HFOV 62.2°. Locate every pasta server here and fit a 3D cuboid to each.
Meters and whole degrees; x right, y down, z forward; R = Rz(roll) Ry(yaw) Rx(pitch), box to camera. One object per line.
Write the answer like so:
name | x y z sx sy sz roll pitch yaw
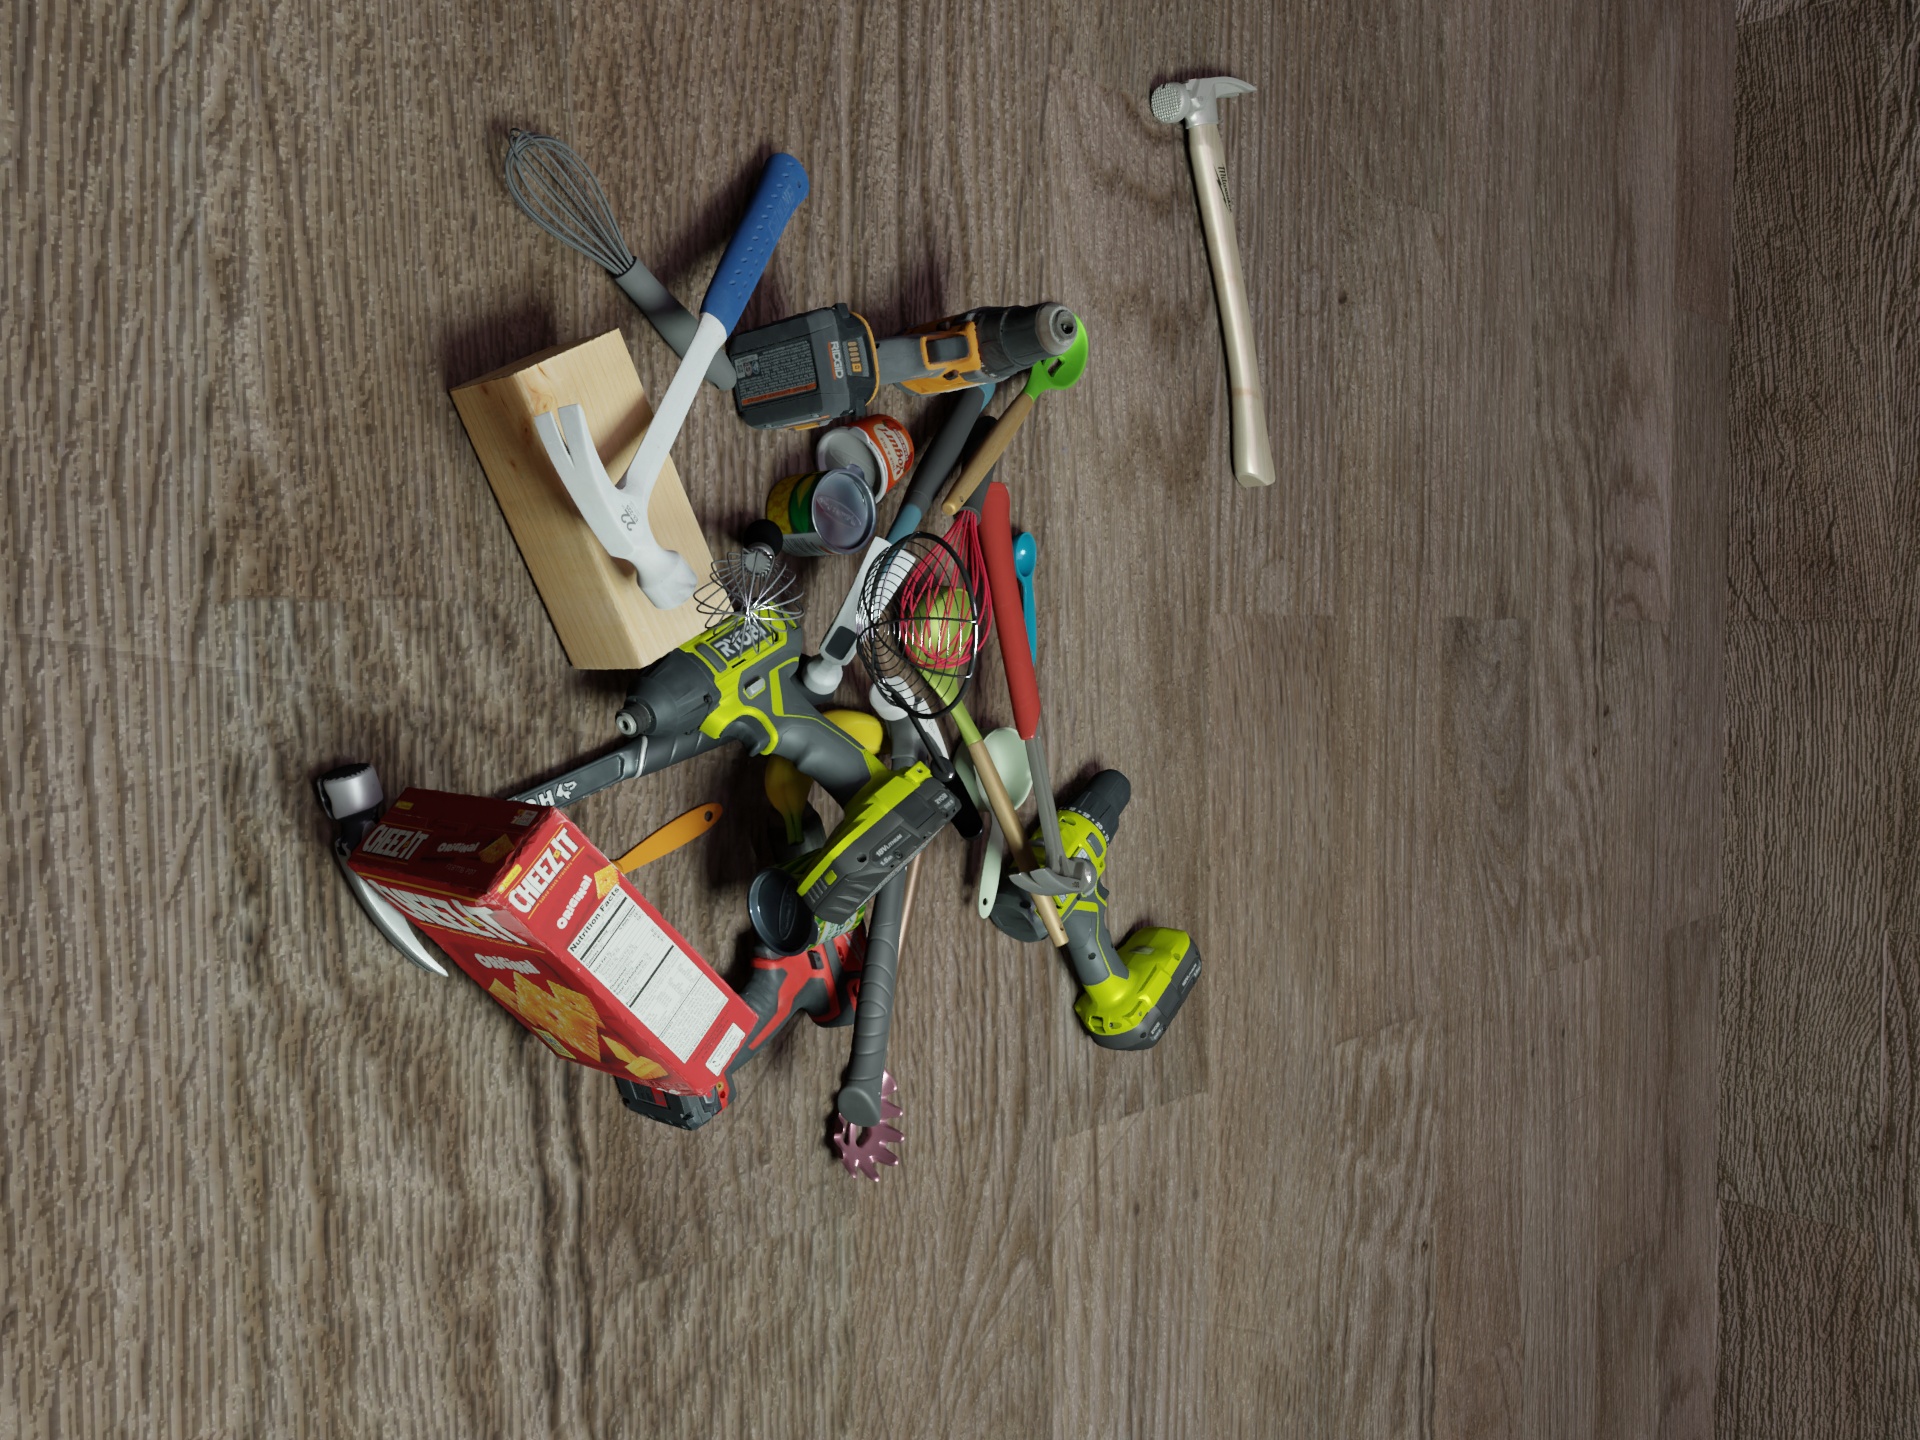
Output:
pasta server | -0.056 0.218 1.322 0.060 0.040 0.316 19 77 -33

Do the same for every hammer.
hammer | -0.175 -0.268 1.090 0.143 0.035 0.406 56 36 -40
hammer | 0.284 -0.448 1.643 0.146 0.038 0.410 -26 110 -43
hammer | -0.055 0.145 1.236 0.146 0.035 0.335 59 34 -61
hammer | -0.038 -0.171 1.272 0.033 0.128 0.331 29 51 -7
hammer | 0.049 -0.031 1.334 0.149 0.037 0.359 22 55 -67
hammer | -0.243 0.038 1.127 0.409 0.036 0.149 -27 111 -42

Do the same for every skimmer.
skimmer | -0.002 -0.004 1.200 0.090 0.127 0.363 -30 150 -3

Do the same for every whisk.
whisk | 0.002 -0.154 1.303 0.073 0.073 0.296 48 38 -35
whisk | -0.232 -0.317 1.116 0.238 0.055 0.055 47 60 -40
whisk | -0.142 -0.105 1.096 0.070 0.285 0.070 -1 107 -5

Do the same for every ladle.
ladle | 0.031 0.039 1.334 0.078 0.062 0.320 -25 92 -51

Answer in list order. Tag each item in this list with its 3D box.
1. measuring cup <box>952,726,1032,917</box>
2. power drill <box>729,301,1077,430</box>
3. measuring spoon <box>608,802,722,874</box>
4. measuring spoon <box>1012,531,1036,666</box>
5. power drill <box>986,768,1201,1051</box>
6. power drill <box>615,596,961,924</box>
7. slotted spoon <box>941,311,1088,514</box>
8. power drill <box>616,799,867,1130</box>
measuring cup | 0.020 0.088 1.395 0.083 0.038 0.167 10 86 -45
power drill | -0.038 -0.280 1.219 0.226 0.185 0.084 -18 103 -41
measuring spoon | -0.217 0.090 1.170 0.117 0.011 0.021 -32 114 -40
measuring spoon | 0.053 -0.107 1.439 0.042 0.021 0.128 -34 125 -56
power drill | 0.136 0.177 1.489 0.191 0.080 0.228 -50 122 -32
power drill | -0.123 0.027 1.119 0.223 0.080 0.171 45 41 5
slotted spoon | 0.046 -0.264 1.366 0.070 0.031 0.314 59 39 -27
power drill | -0.161 0.177 1.189 0.226 0.080 0.187 -30 113 -44
